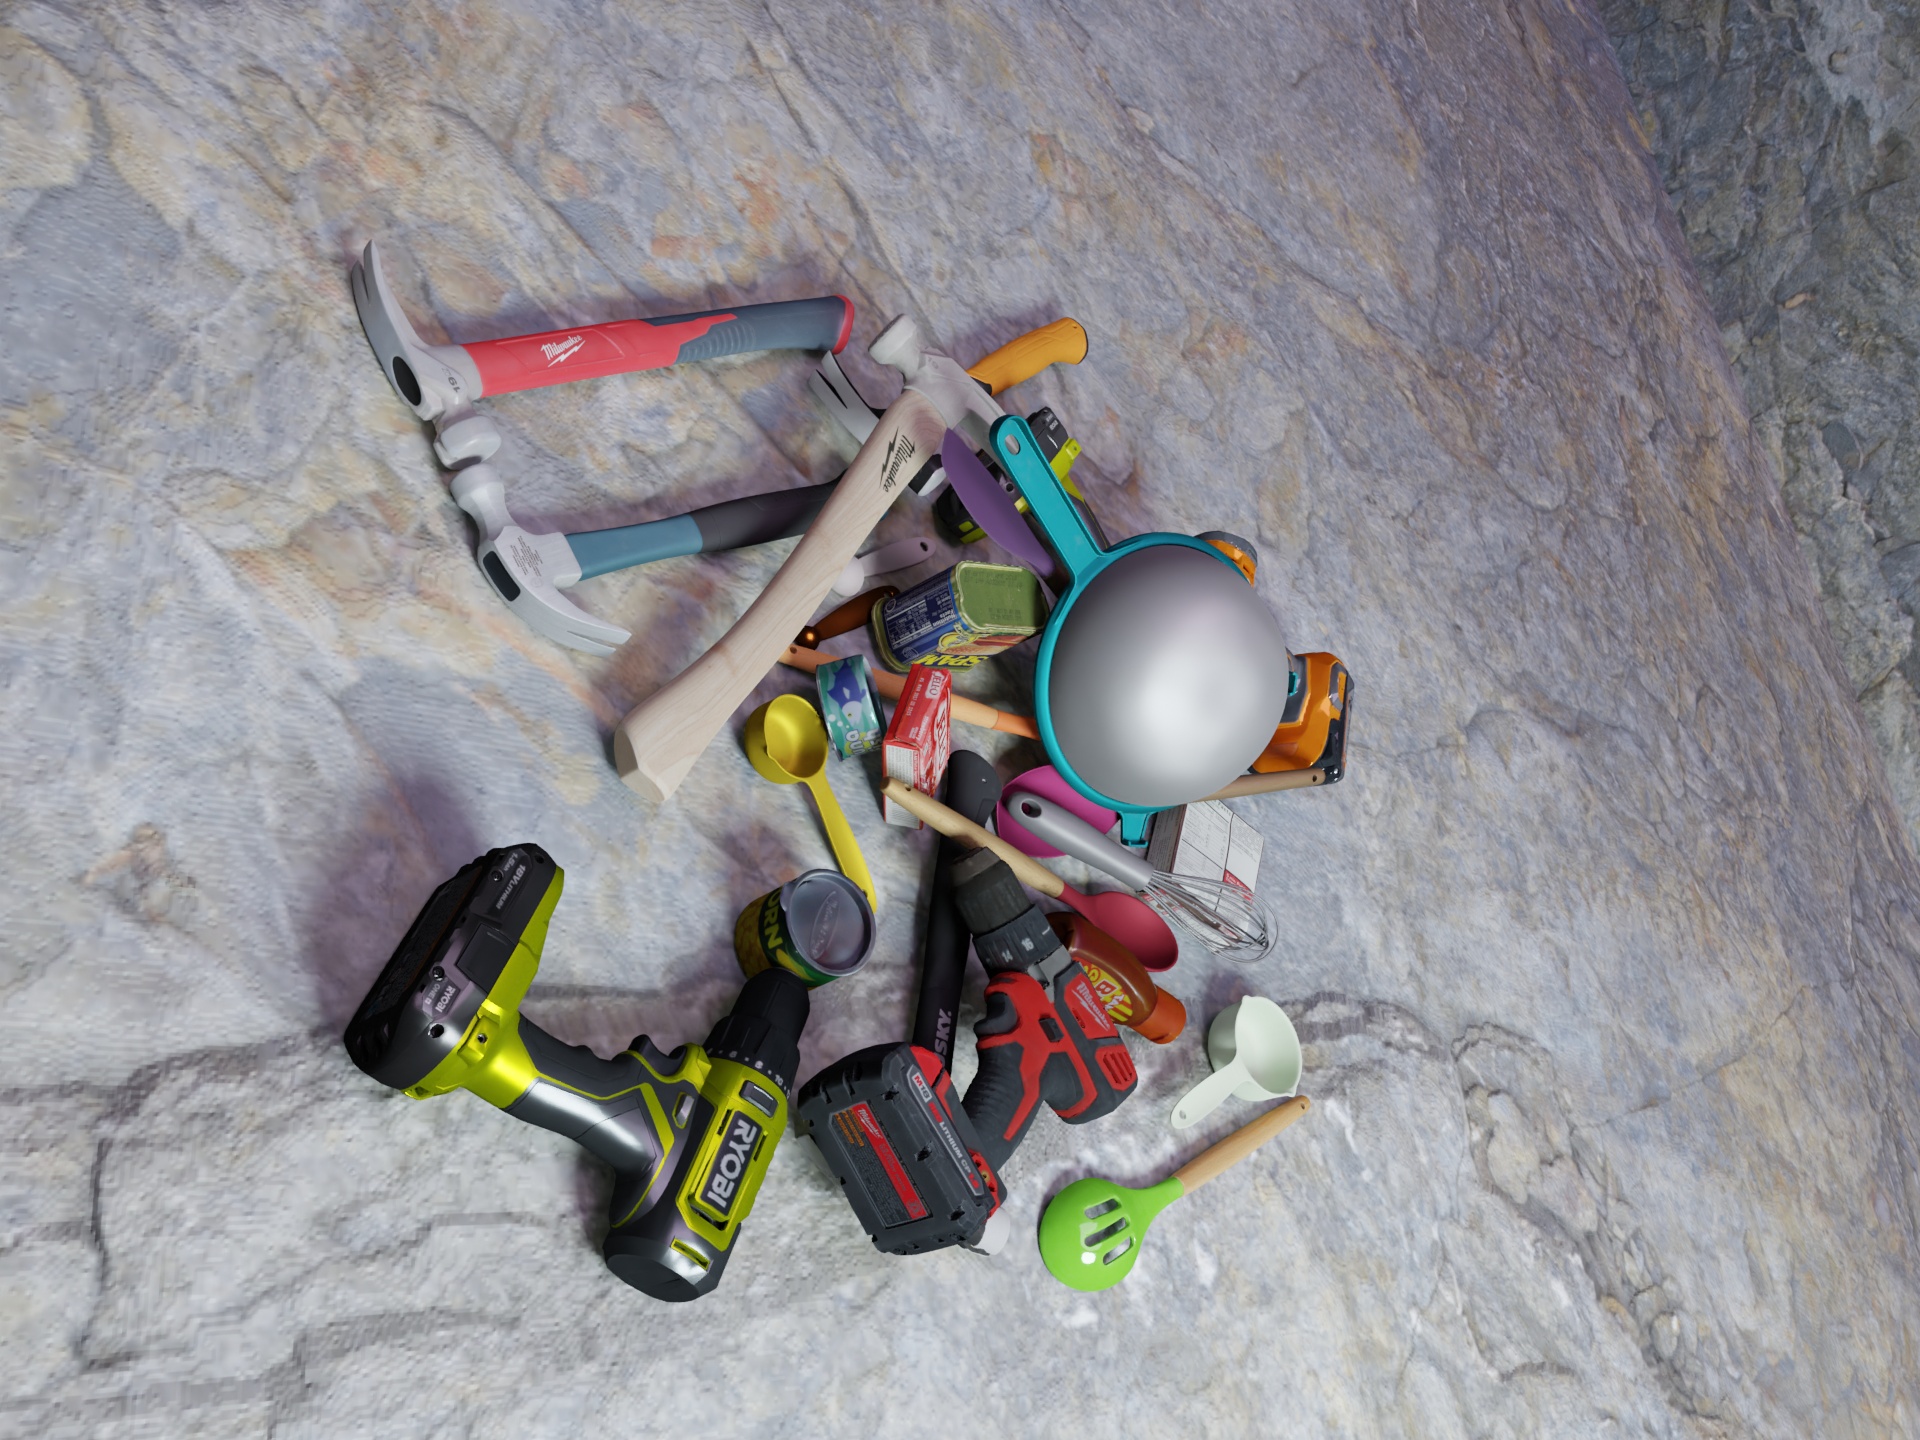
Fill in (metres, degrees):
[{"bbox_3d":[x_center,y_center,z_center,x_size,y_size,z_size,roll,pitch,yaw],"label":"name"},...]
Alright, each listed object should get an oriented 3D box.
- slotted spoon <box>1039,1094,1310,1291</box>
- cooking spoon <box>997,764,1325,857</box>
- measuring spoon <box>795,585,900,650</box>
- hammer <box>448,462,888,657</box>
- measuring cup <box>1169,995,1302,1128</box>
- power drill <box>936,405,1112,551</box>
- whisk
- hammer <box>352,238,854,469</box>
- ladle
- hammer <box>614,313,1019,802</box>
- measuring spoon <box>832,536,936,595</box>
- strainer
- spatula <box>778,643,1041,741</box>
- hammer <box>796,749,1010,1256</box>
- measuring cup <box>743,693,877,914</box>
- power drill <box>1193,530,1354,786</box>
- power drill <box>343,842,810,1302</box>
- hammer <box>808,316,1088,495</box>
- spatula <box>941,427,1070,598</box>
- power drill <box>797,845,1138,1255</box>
[{"bbox_3d":[0.167,0.320,1.131,0.313,0.031,0.070,-12,76,-48],"label":"slotted spoon"},{"bbox_3d":[0.161,0.058,1.226,0.318,0.017,0.069,-5,95,-31],"label":"cooking spoon"},{"bbox_3d":[-0.076,-0.075,1.128,0.117,0.011,0.021,-33,92,-48],"label":"measuring spoon"},{"bbox_3d":[-0.169,-0.128,1.054,0.331,0.033,0.128,-21,82,-47],"label":"hammer"},{"bbox_3d":[0.192,0.264,1.179,0.167,0.038,0.083,-22,84,-45],"label":"measuring cup"},{"bbox_3d":[0.089,-0.122,1.267,0.223,0.080,0.171,50,43,-15],"label":"power drill"},{"bbox_3d":[0.135,0.111,1.165,0.238,0.055,0.055,30,49,-15],"label":"whisk"},{"bbox_3d":[-0.218,-0.271,1.084,0.386,0.038,0.143,-25,85,-48],"label":"hammer"},{"bbox_3d":[0.052,0.107,1.098,0.315,0.031,0.069,34,29,-40],"label":"ladle"},{"bbox_3d":[-0.088,-0.099,1.049,0.146,0.038,0.411,43,55,-16],"label":"hammer"},{"bbox_3d":[-0.054,-0.120,1.170,0.124,0.018,0.034,-25,86,-48],"label":"measuring spoon"},{"bbox_3d":[0.131,-0.072,1.112,0.211,0.095,0.340,-43,120,-15],"label":"strainer"},{"bbox_3d":[-0.002,-0.004,1.154,0.322,0.041,0.081,18,59,-31],"label":"spatula"},{"bbox_3d":[-0.015,0.163,1.038,0.146,0.035,0.335,31,50,-29],"label":"hammer"},{"bbox_3d":[-0.096,0.058,1.034,0.062,0.029,0.156,-35,106,-52],"label":"measuring cup"},{"bbox_3d":[0.242,-0.029,1.313,0.226,0.084,0.164,41,52,-41],"label":"power drill"},{"bbox_3d":[-0.185,0.169,0.845,0.228,0.080,0.191,42,46,-22],"label":"power drill"},{"bbox_3d":[0.013,-0.284,1.303,0.127,0.034,0.337,45,39,4],"label":"hammer"},{"bbox_3d":[0.078,-0.092,1.163,0.315,0.018,0.060,45,37,-36],"label":"spatula"},{"bbox_3d":[0.005,0.191,0.962,0.226,0.080,0.188,-28,89,-52],"label":"power drill"}]
